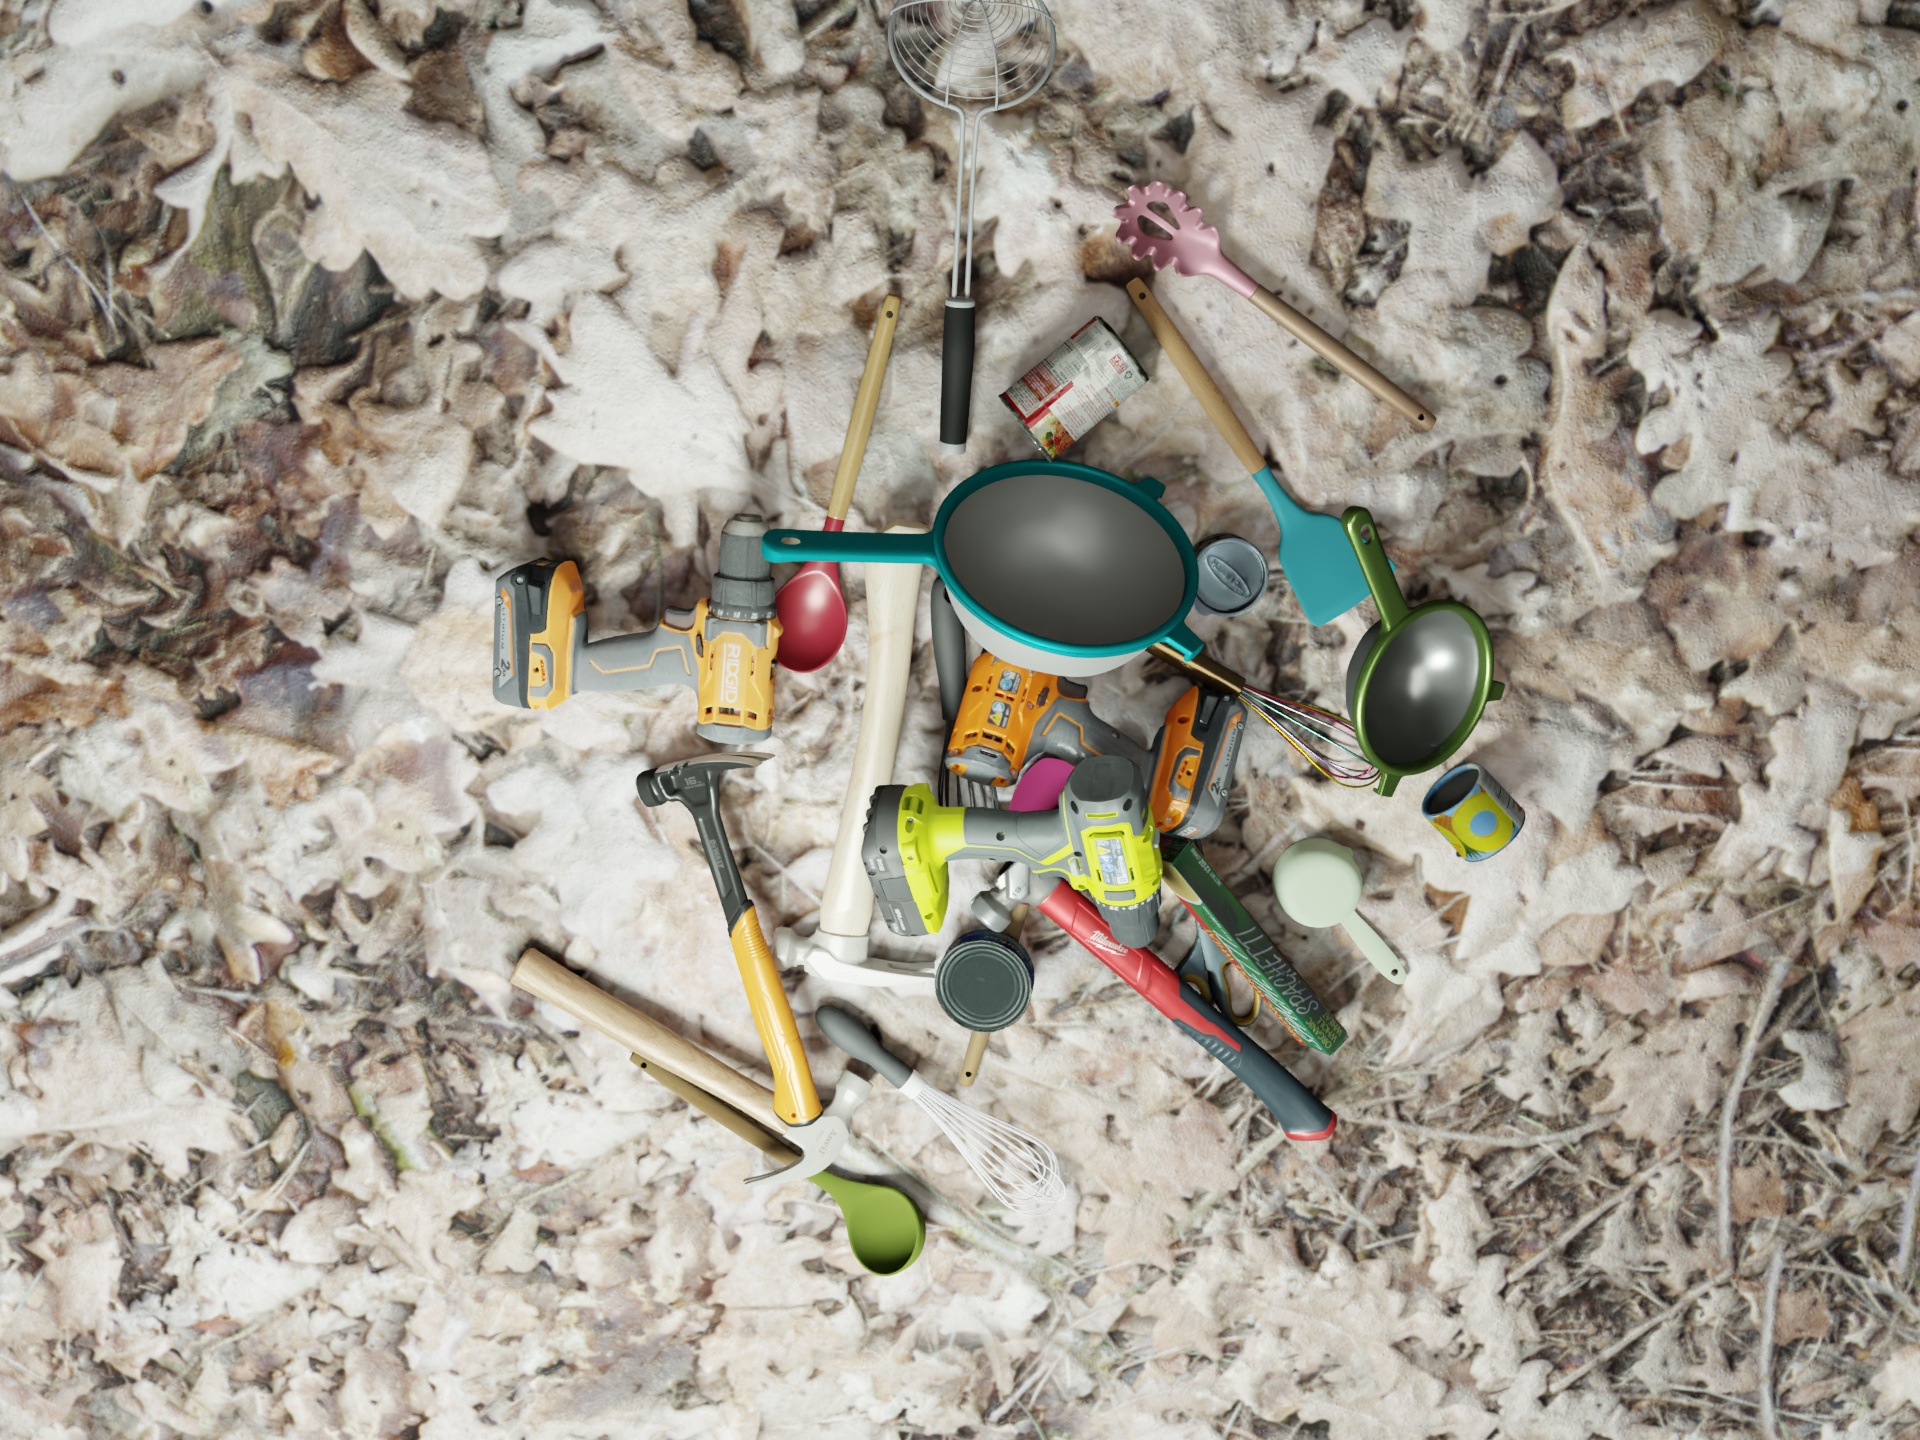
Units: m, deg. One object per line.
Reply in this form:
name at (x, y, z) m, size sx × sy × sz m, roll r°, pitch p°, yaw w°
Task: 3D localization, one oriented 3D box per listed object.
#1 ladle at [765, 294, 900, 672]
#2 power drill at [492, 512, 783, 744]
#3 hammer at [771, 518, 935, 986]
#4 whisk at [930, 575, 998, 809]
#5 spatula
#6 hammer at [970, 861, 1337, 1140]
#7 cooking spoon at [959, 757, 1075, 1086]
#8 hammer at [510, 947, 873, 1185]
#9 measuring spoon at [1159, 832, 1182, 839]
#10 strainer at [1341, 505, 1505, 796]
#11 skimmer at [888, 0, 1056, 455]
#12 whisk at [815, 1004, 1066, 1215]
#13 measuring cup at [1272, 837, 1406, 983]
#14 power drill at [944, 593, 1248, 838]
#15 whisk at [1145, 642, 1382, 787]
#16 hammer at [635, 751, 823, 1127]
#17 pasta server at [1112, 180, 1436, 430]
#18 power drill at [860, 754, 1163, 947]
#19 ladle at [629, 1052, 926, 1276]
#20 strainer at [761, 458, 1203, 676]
ladle at (-0.097, -0.191, 1.302) m, size 0.069 × 0.031 × 0.315 m, roll 14°, pitch 103°, yaw -11°
power drill at (-0.256, -0.083, 1.291) m, size 0.226 × 0.084 × 0.185 m, roll 7°, pitch 104°, yaw 3°
hammer at (-0.064, 0.035, 1.349) m, size 0.146 × 0.038 × 0.410 m, roll 8°, pitch 108°, yaw -4°
whisk at (-0.001, -0.004, 1.346) m, size 0.055 × 0.055 × 0.239 m, roll -6°, pitch 101°, yaw 1°
spatula at (0.231, -0.225, 1.288) m, size 0.082 × 0.044 × 0.317 m, roll -36°, pitch 102°, yaw 8°
hammer at (0.197, 0.232, 1.396) m, size 0.386 × 0.038 × 0.143 m, roll 41°, pitch 99°, yaw -11°
cooking spoon at (0.047, 0.183, 1.409) m, size 0.068 × 0.017 × 0.319 m, roll 15°, pitch 104°, yaw -2°
hammer at (-0.250, 0.302, 1.415) m, size 0.331 × 0.031 × 0.130 m, roll 31°, pitch 75°, yaw -4°
measuring spoon at (0.155, 0.071, 1.384) m, size 0.042 × 0.021 × 0.128 m, roll -40°, pitch 112°, yaw -5°
strainer at (0.342, -0.073, 1.291) m, size 0.151 × 0.069 × 0.256 m, roll -39°, pitch 122°, yaw -13°
skimmer at (0.002, -0.395, 1.247) m, size 0.127 × 0.090 × 0.363 m, roll 1°, pitch 115°, yaw -4°
whisk at (-0.018, 0.348, 1.436) m, size 0.284 × 0.070 × 0.070 m, roll 40°, pitch 101°, yaw -6°
measuring cup at (0.343, 0.177, 1.400) m, size 0.083 × 0.038 × 0.167 m, roll -40°, pitch 100°, yaw 9°
power drill at (0.115, -0.004, 1.316) m, size 0.226 × 0.084 × 0.164 m, roll 17°, pitch 74°, yaw -4°
whisk at (0.254, -0.012, 1.347) m, size 0.245 × 0.051 × 0.047 m, roll 29°, pitch 109°, yaw -5°
hammer at (-0.174, 0.191, 1.363) m, size 0.127 × 0.034 × 0.337 m, roll -12°, pitch 100°, yaw 26°
pasta server at (0.255, -0.323, 1.265) m, size 0.316 × 0.040 × 0.060 m, roll 33°, pitch 114°, yaw -10°
power drill at (0.050, 0.117, 1.283) m, size 0.228 × 0.080 × 0.190 m, roll -4°, pitch 133°, yaw 14°
ladle at (-0.168, 0.396, 1.446) m, size 0.320 × 0.062 × 0.078 m, roll 36°, pitch 100°, yaw -7°
strainer at (0.013, -0.106, 1.252) m, size 0.340 × 0.211 × 0.095 m, roll 1°, pitch 141°, yaw -9°
